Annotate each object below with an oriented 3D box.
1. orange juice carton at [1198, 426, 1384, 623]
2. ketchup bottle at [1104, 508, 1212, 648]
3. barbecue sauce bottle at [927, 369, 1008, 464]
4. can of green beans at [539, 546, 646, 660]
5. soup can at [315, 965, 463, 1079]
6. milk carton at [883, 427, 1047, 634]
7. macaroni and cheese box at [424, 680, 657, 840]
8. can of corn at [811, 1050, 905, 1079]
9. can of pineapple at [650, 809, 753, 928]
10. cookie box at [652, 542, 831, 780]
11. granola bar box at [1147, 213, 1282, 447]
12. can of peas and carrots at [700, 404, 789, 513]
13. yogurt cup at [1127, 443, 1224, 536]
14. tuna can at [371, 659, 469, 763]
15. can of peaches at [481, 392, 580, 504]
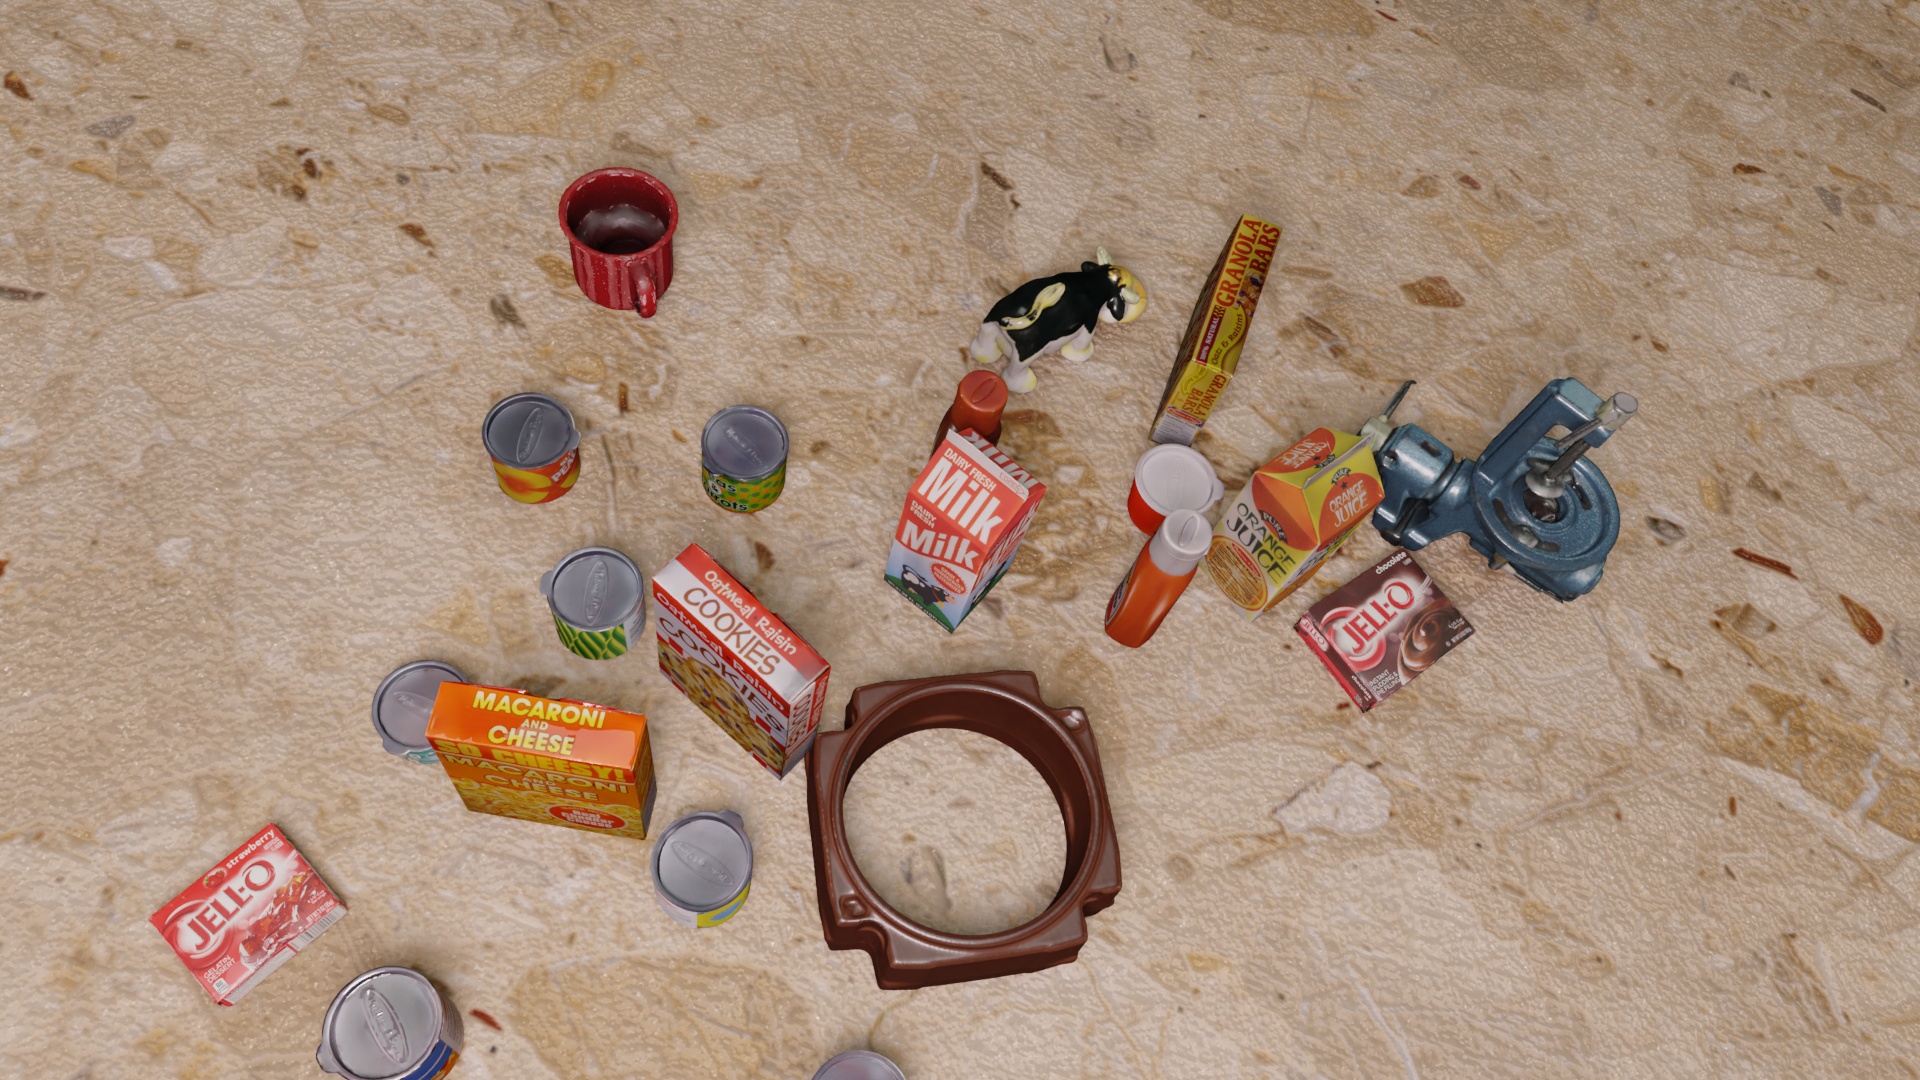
[{"bbox_3d":[0.251,-0.017,1.050,0.072,0.191,0.073,-32,73,-23],"label":"orange juice carton"},{"bbox_3d":[0.148,0.026,1.034,0.043,0.148,0.065,27,62,4],"label":"ketchup bottle"},{"bbox_3d":[0.005,-0.076,1.060,0.044,0.147,0.065,38,63,10],"label":"barbecue sauce bottle"},{"bbox_3d":[-0.261,0.046,1.000,0.071,0.057,0.071,4,63,-8],"label":"can of green beans"},{"bbox_3d":[-0.344,0.300,0.840,0.071,0.083,0.071,4,63,-8],"label":"soup can"},{"bbox_3d":[0.004,-0.013,1.003,0.072,0.189,0.074,38,63,10],"label":"milk carton"},{"bbox_3d":[-0.262,0.143,0.889,0.124,0.165,0.040,10,62,-5],"label":"macaroni and cheese box"},{"bbox_3d":[-0.067,0.362,0.873,0.071,0.058,0.071,4,63,-8],"label":"can of corn"},{"bbox_3d":[-0.171,0.220,0.928,0.071,0.057,0.071,4,63,-8],"label":"can of pineapple"},{"bbox_3d":[-0.149,0.085,0.938,0.123,0.166,0.040,40,64,11],"label":"cookie box"},{"bbox_3d":[0.211,-0.172,1.161,0.039,0.123,0.166,22,62,1],"label":"granola bar box"},{"bbox_3d":[-0.168,-0.060,1.071,0.071,0.058,0.071,4,63,-8],"label":"can of peas and carrots"},{"bbox_3d":[0.168,-0.037,1.123,0.072,0.053,0.072,4,63,-8],"label":"yogurt cup"},{"bbox_3d":[-0.369,0.121,0.957,0.071,0.032,0.071,4,63,-8],"label":"tuna can"},{"bbox_3d":[-0.320,-0.068,1.048,0.071,0.057,0.071,4,63,-8],"label":"can of peaches"}]
